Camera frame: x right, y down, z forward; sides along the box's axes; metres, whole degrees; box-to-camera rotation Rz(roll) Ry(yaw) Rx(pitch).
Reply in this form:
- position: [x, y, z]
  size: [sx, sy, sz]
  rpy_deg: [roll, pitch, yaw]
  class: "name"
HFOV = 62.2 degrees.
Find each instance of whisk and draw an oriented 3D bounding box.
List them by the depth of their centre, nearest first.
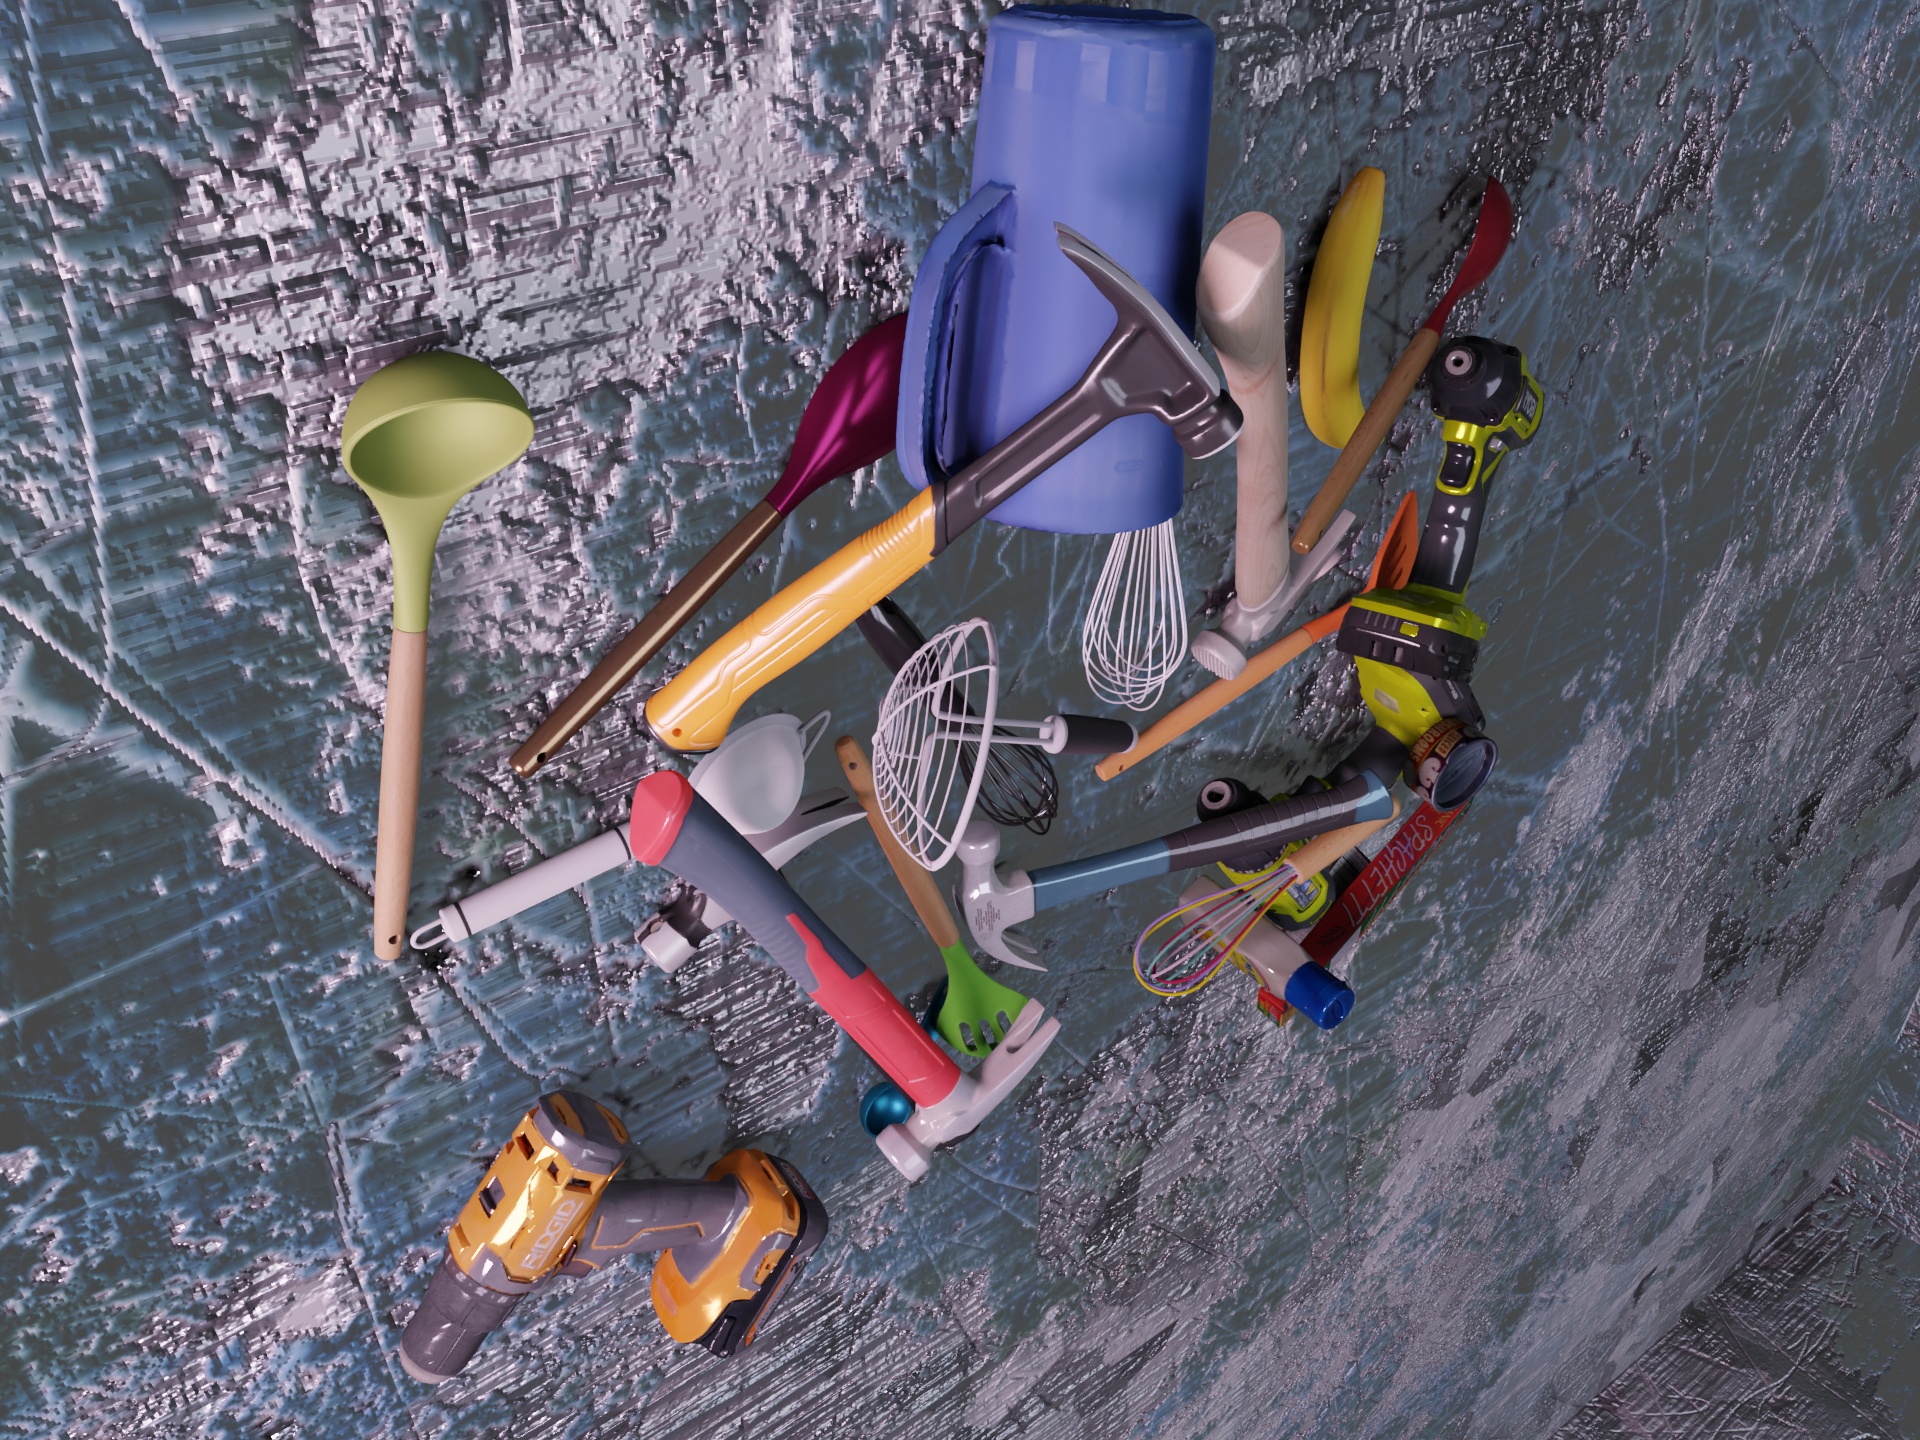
- position: [-0.001, -0.004, 0.955]
  size: [0.055, 0.055, 0.238]
  rpy_deg: [-46, 133, -7]
  class: "whisk"
- position: [0.114, -0.136, 0.956]
  size: [0.070, 0.070, 0.284]
  rpy_deg: [-16, 122, -33]
  class: "whisk"
- position: [0.226, 0.124, 1.149]
  size: [0.245, 0.047, 0.051]
  rpy_deg: [-31, 130, -18]
  class: "whisk"

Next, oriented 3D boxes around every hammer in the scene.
- position: [-0.035, -0.089, 0.770]
  size: [0.337, 0.034, 0.127]
  rpy_deg: [-35, 120, 21]
  class: "hammer"
- position: [0.177, -0.156, 0.909]
  size: [0.146, 0.038, 0.410]
  rpy_deg: [-51, 159, -9]
  class: "hammer"
- position: [-0.063, 0.138, 0.928]
  size: [0.143, 0.038, 0.385]
  rpy_deg: [-43, 136, -9]
  class: "hammer"
- position: [-0.063, 0.179, 1.013]
  size: [0.146, 0.035, 0.334]
  rpy_deg: [-42, 133, -11]
  class: "hammer"
- position: [0.153, 0.089, 1.101]
  size: [0.331, 0.033, 0.128]
  rpy_deg: [-14, 127, -16]
  class: "hammer"

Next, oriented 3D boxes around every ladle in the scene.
- position: [-0.247, -0.014, 0.722]
  size: [0.078, 0.062, 0.320]
  rpy_deg: [-9, 125, -37]
  class: "ladle"
- position: [0.280, -0.223, 0.991]
  size: [0.315, 0.031, 0.069]
  rpy_deg: [-56, 156, -22]
  class: "ladle"

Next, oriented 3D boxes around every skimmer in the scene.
- position: [0.054, 0.014, 0.904]
  size: [0.363, 0.090, 0.127]
  rpy_deg: [4, 99, -63]
  class: "skimmer"

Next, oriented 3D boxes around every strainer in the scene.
- position: [-0.170, 0.063, 0.855]
  size: [0.258, 0.050, 0.086]
  rpy_deg: [-26, 146, -22]
  class: "strainer"

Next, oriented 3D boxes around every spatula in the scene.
- position: [0.222, -0.052, 1.135]
  size: [0.322, 0.041, 0.080]
  rpy_deg: [-33, 136, -15]
  class: "spatula"

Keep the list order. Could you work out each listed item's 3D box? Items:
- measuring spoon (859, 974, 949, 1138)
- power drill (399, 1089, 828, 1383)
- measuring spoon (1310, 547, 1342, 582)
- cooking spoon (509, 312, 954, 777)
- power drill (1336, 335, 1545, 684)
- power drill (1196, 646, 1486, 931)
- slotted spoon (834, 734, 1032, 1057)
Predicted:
- position: [-0.036, 0.228, 1.106]
  size: [0.042, 0.021, 0.128]
  rpy_deg: [28, 88, -45]
  class: "measuring spoon"
- position: [-0.212, 0.330, 0.970]
  size: [0.226, 0.084, 0.185]
  rpy_deg: [30, 96, -44]
  class: "power drill"
- position: [0.215, -0.084, 1.109]
  size: [0.124, 0.034, 0.018]
  rpy_deg: [-40, 98, -6]
  class: "measuring spoon"
- position: [-0.113, -0.090, 0.814]
  size: [0.319, 0.017, 0.068]
  rpy_deg: [-47, 138, -8]
  class: "cooking spoon"
- position: [0.330, -0.143, 1.080]
  size: [0.171, 0.080, 0.223]
  rpy_deg: [3, 103, -62]
  class: "power drill"
- position: [0.282, 0.039, 1.210]
  size: [0.228, 0.080, 0.190]
  rpy_deg: [-47, 138, -2]
  class: "power drill"
- position: [-0.019, 0.125, 1.022]
  size: [0.070, 0.031, 0.313]
  rpy_deg: [-19, 128, 7]
  class: "slotted spoon"
